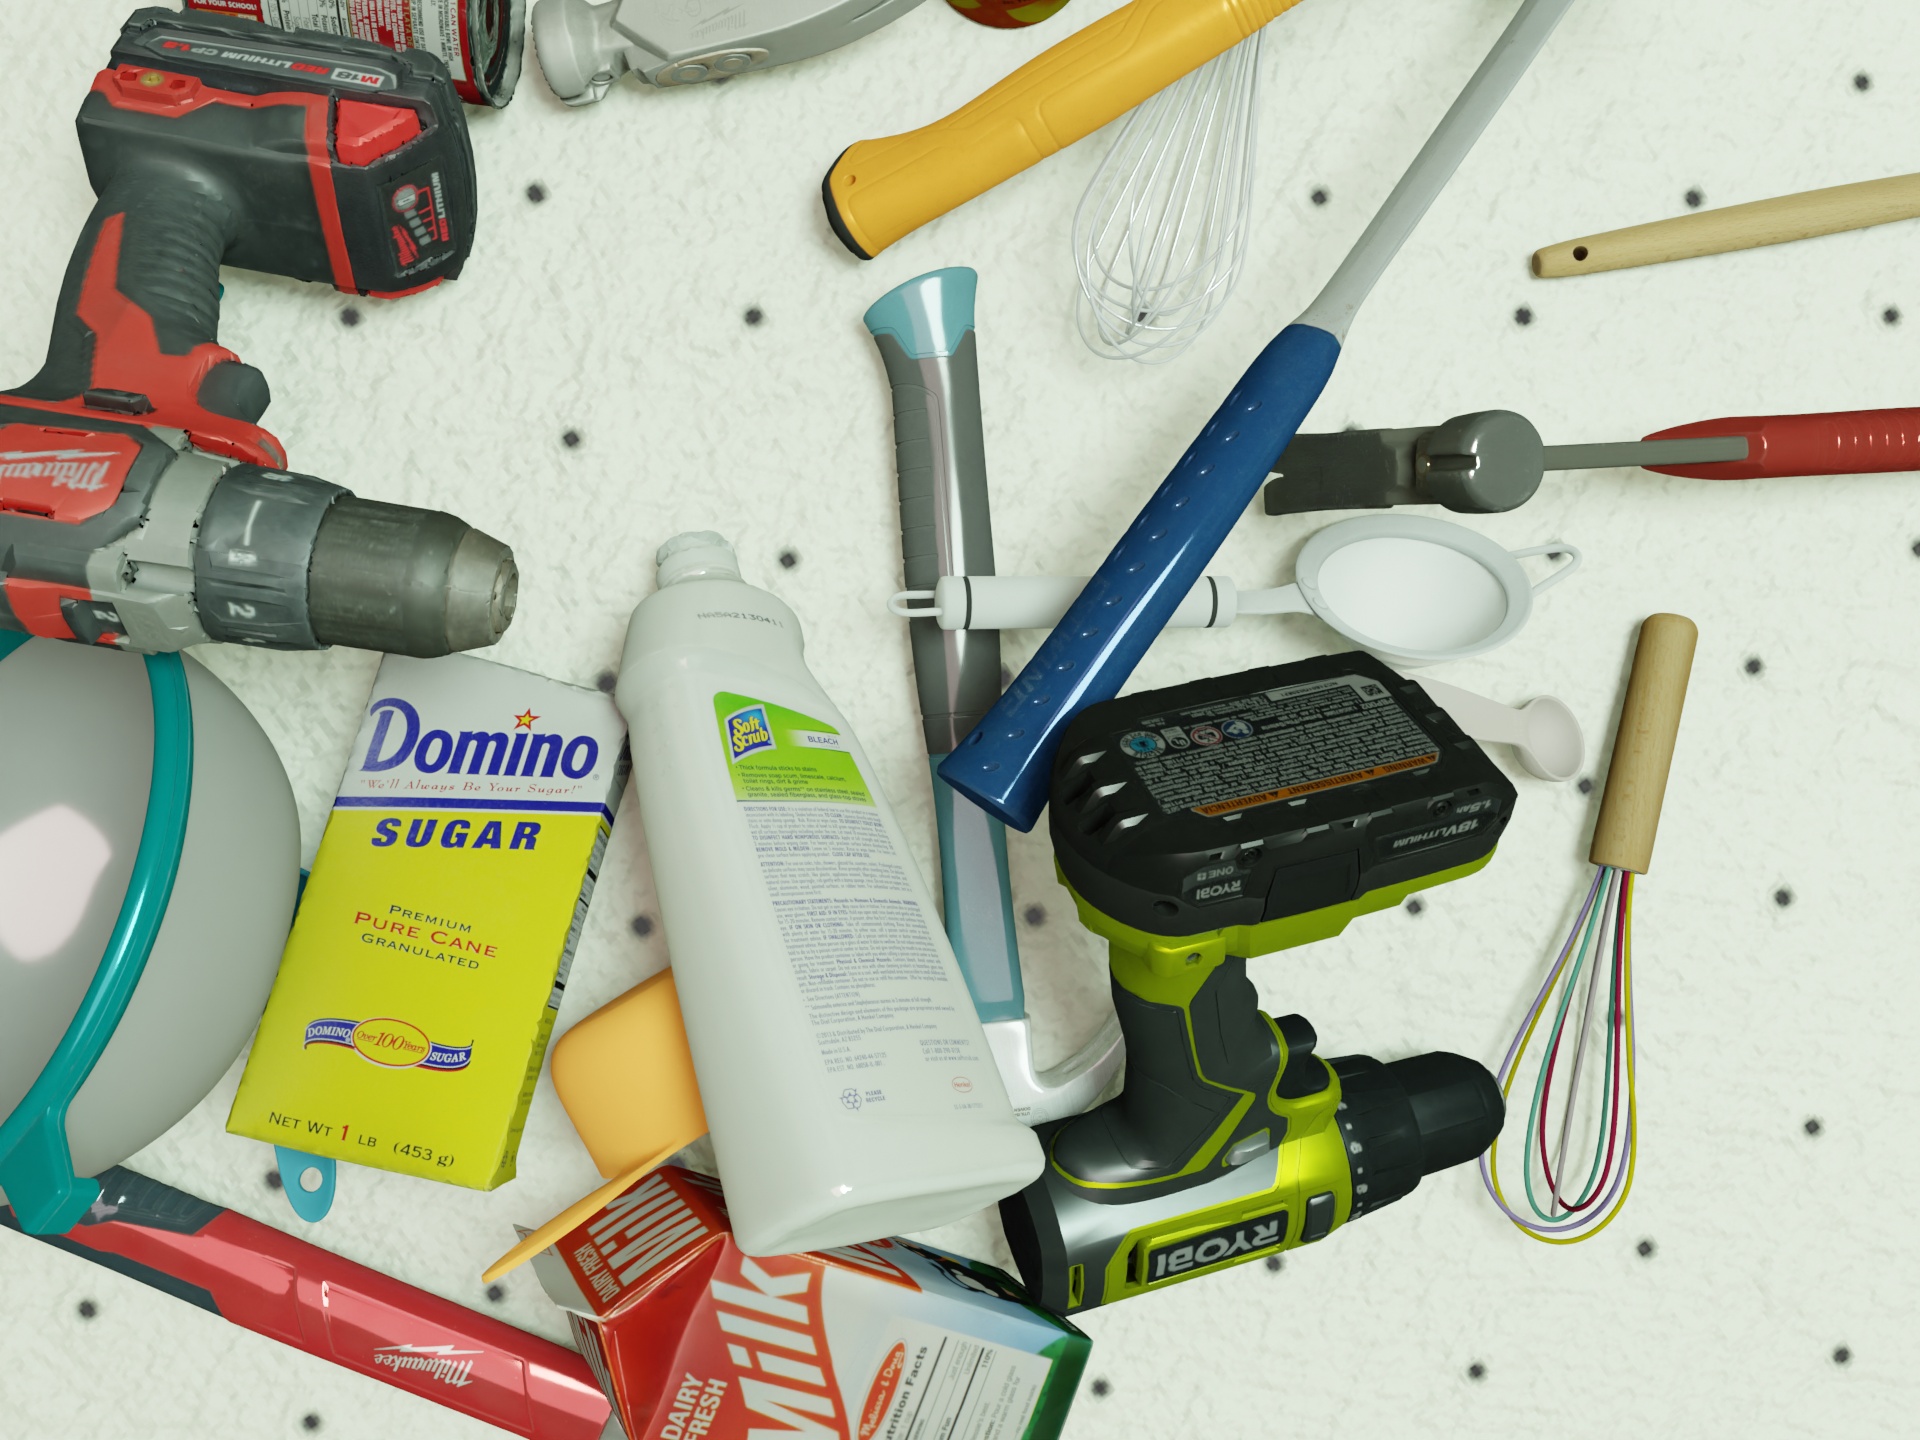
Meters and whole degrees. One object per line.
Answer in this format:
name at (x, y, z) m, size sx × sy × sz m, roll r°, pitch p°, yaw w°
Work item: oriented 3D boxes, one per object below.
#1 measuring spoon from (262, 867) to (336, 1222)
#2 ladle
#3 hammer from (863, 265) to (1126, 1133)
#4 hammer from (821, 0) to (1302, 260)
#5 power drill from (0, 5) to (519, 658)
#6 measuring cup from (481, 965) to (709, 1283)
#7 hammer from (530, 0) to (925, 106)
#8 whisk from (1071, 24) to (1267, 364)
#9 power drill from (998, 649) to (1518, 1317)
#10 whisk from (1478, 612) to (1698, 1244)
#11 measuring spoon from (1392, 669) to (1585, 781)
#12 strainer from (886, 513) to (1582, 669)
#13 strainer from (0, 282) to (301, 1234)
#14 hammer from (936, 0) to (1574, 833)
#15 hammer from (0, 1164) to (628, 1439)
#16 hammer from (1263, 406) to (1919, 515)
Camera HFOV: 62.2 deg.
measuring spoon at (-0.240, 0.116, 0.578) m, size 0.042 × 0.021 × 0.129 m, roll -11°, pitch 80°, yaw -5°
ladle at (0.378, -0.205, 0.621) m, size 0.315 × 0.031 × 0.069 m, roll -10°, pitch 89°, yaw -2°
hammer at (-0.001, -0.002, 0.596) m, size 0.128 × 0.033 × 0.331 m, roll -5°, pitch 91°, yaw -3°
hammer at (0.101, -0.241, 0.532) m, size 0.337 × 0.034 × 0.127 m, roll -24°, pitch 60°, yaw 20°
power drill at (-0.216, -0.116, 0.501) m, size 0.188 × 0.080 × 0.227 m, roll 9°, pitch 56°, yaw -4°
measuring cup at (-0.114, 0.123, 0.525) m, size 0.095 × 0.173 × 0.052 m, roll -30°, pitch 89°, yaw 21°
hammer at (-0.111, -0.438, 0.571) m, size 0.146 × 0.038 × 0.410 m, roll -10°, pitch 90°, yaw 8°
whisk at (0.102, -0.265, 0.591) m, size 0.070 × 0.070 × 0.284 m, roll 19°, pitch 84°, yaw -4°
power drill at (0.109, 0.096, 0.534) m, size 0.190 × 0.080 × 0.228 m, roll -12°, pitch 127°, yaw -14°
whisk at (0.251, 0.079, 0.610) m, size 0.051 × 0.047 × 0.245 m, roll 15°, pitch 86°, yaw -22°
measuring spoon at (0.185, 0.000, 0.596) m, size 0.124 × 0.018 × 0.034 m, roll 13°, pitch 68°, yaw -27°
strainer at (0.101, -0.043, 0.582) m, size 0.258 × 0.087 × 0.050 m, roll -1°, pitch 132°, yaw -11°
strainer at (-0.281, 0.007, 0.550) m, size 0.211 × 0.095 × 0.341 m, roll -7°, pitch 65°, yaw 32°
hammer at (0.126, -0.136, 0.530) m, size 0.035 × 0.144 × 0.405 m, roll 40°, pitch 82°, yaw -32°
hammer at (-0.273, 0.212, 0.580) m, size 0.386 × 0.038 × 0.143 m, roll 24°, pitch 91°, yaw -4°
hammer at (0.298, -0.101, 0.589) m, size 0.359 × 0.149 × 0.036 m, roll -5°, pitch 98°, yaw -15°
